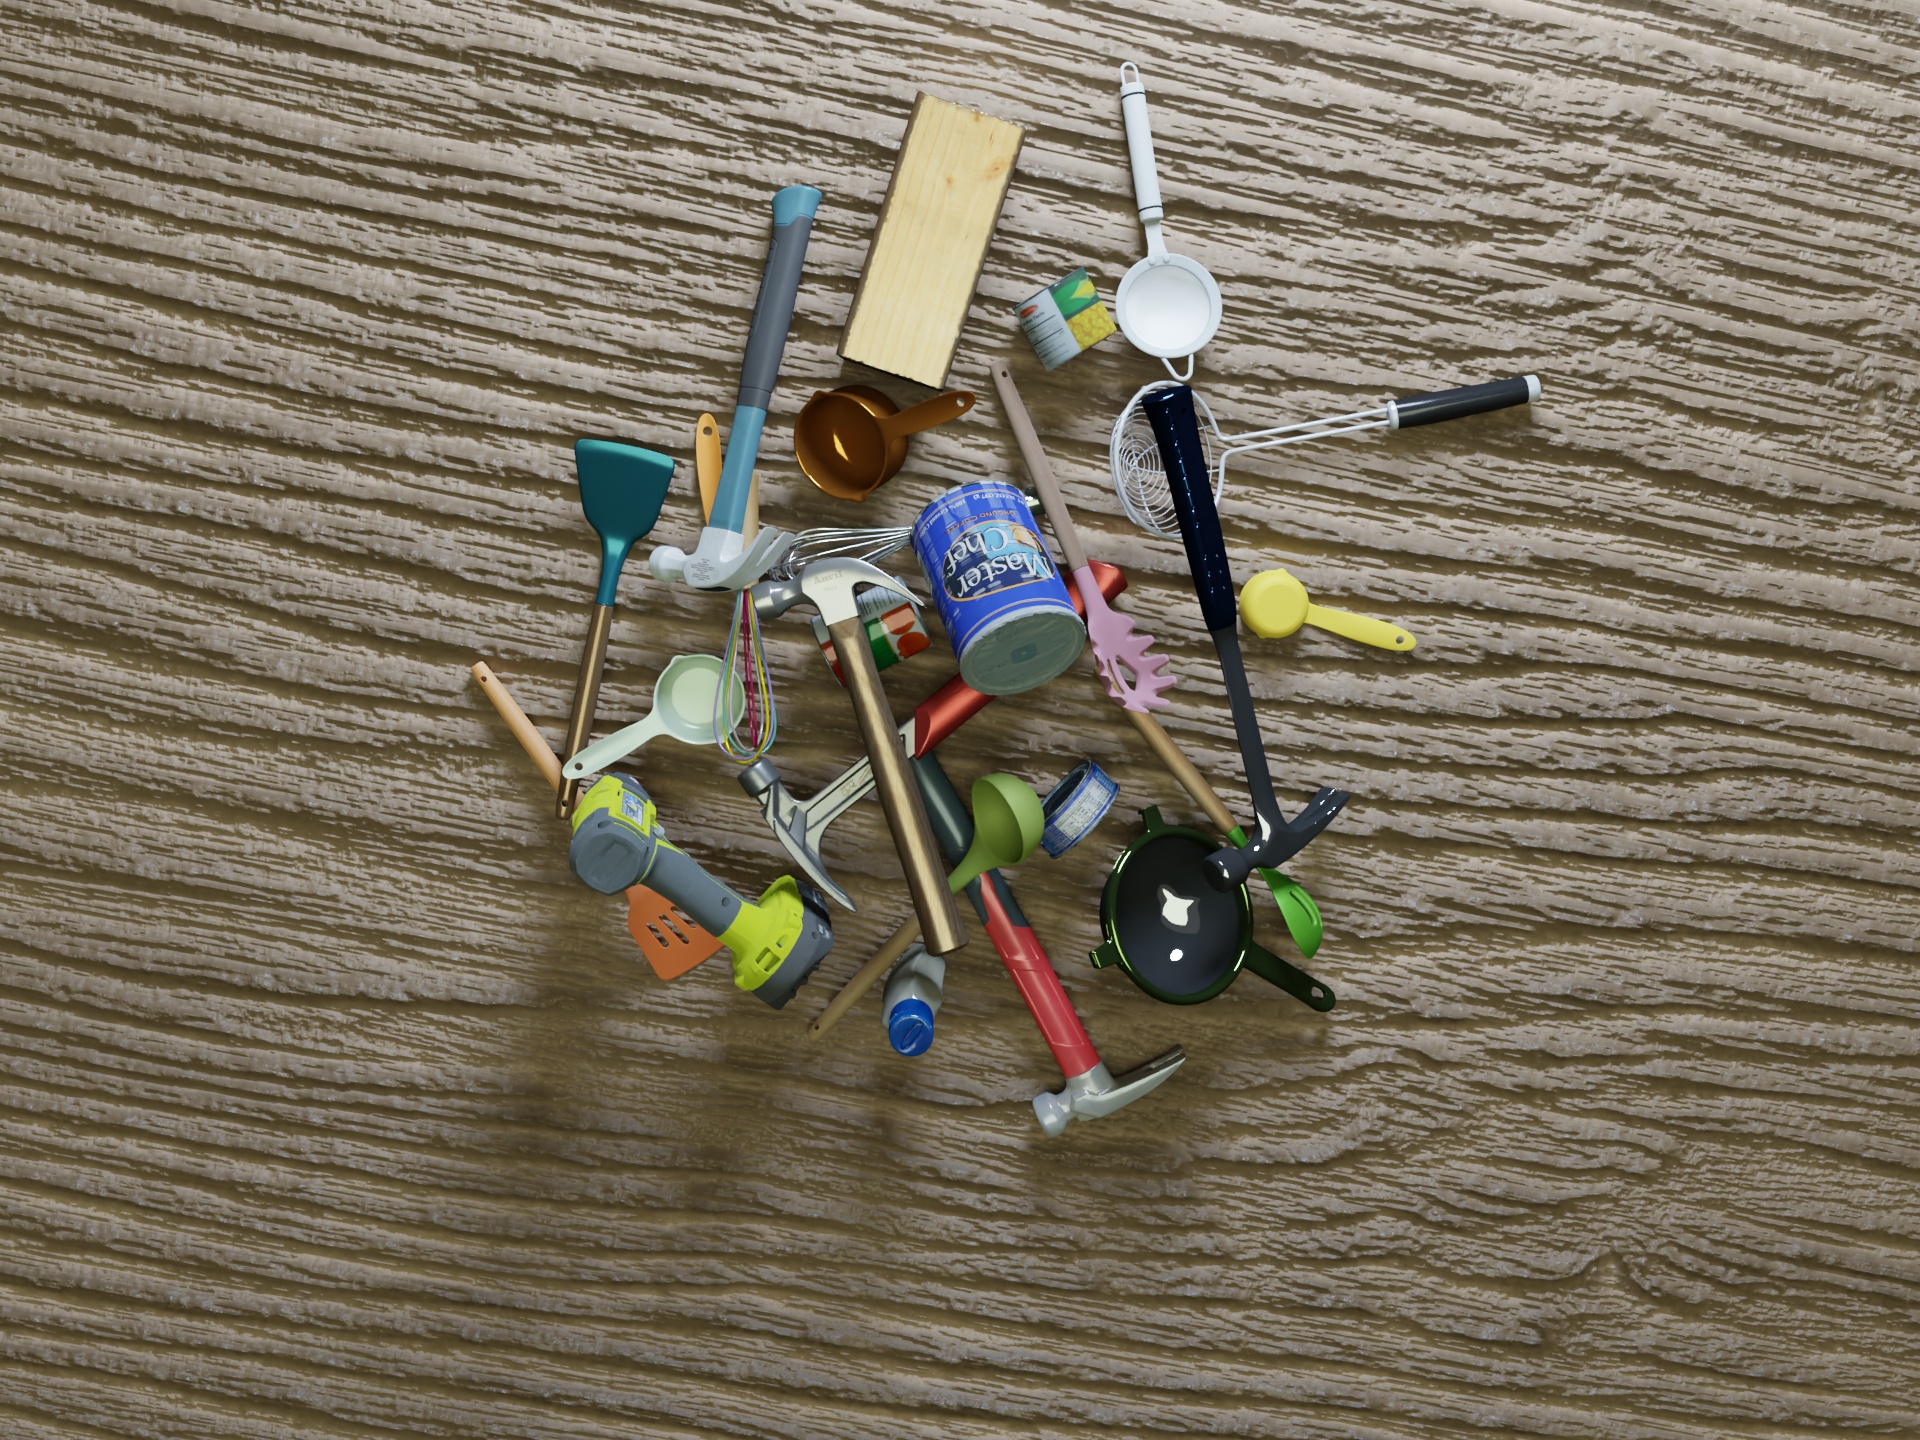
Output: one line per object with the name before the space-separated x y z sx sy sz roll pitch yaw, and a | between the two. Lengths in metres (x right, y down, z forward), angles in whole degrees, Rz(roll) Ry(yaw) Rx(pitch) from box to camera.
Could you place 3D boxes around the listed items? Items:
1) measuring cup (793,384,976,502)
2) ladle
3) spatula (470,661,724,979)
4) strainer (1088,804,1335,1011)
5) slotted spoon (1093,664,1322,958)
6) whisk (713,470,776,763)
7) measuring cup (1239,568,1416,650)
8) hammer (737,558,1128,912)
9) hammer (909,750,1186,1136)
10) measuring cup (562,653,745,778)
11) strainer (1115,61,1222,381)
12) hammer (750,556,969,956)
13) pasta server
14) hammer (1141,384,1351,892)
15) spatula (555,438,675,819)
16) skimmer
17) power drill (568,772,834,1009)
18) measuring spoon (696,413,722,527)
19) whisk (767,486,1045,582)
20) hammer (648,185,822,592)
measuring cup | -0.051 -0.237 1.269 0.173 0.052 0.095 -14 106 32
ladle | -0.040 0.167 1.344 0.320 0.062 0.078 -49 60 21
spatula | -0.320 0.083 1.375 0.081 0.041 0.322 -35 95 5
strainer | 0.215 0.194 1.382 0.256 0.069 0.151 31 66 -21
slotted spoon | 0.216 0.074 1.364 0.031 0.070 0.314 -38 93 22
whisk | -0.174 -0.086 1.312 0.051 0.047 0.245 2 85 -22
measuring cup | 0.313 -0.084 1.345 0.156 0.029 0.062 16 100 -2
hammer | -0.002 -0.004 1.322 0.359 0.036 0.149 -39 90 -3
hammer | 0.053 0.171 1.385 0.143 0.038 0.386 -27 99 3
measuring cup | -0.259 0.003 1.342 0.167 0.038 0.083 -29 100 -3
strainer | 0.156 -0.400 1.283 0.087 0.050 0.258 -10 95 -5
hammer | -0.057 0.028 1.280 0.130 0.031 0.331 -18 92 3
pasta server | 0.091 -0.151 1.295 0.060 0.040 0.316 -20 85 -27
hammer | 0.217 -0.068 1.278 0.144 0.035 0.405 -25 110 -23
spatula | -0.305 -0.071 1.326 0.082 0.044 0.317 11 94 -7
skimmer | 0.298 -0.235 1.287 0.363 0.090 0.127 -11 100 1
power drill | -0.218 0.130 1.315 0.223 0.171 0.080 38 98 -18
measuring spoon | -0.208 -0.198 1.331 0.021 0.011 0.117 -3 97 4
whisk | -0.041 -0.154 1.326 0.246 0.058 0.059 -15 135 -1
hammer | -0.166 -0.265 1.281 0.128 0.033 0.331 14 92 36
